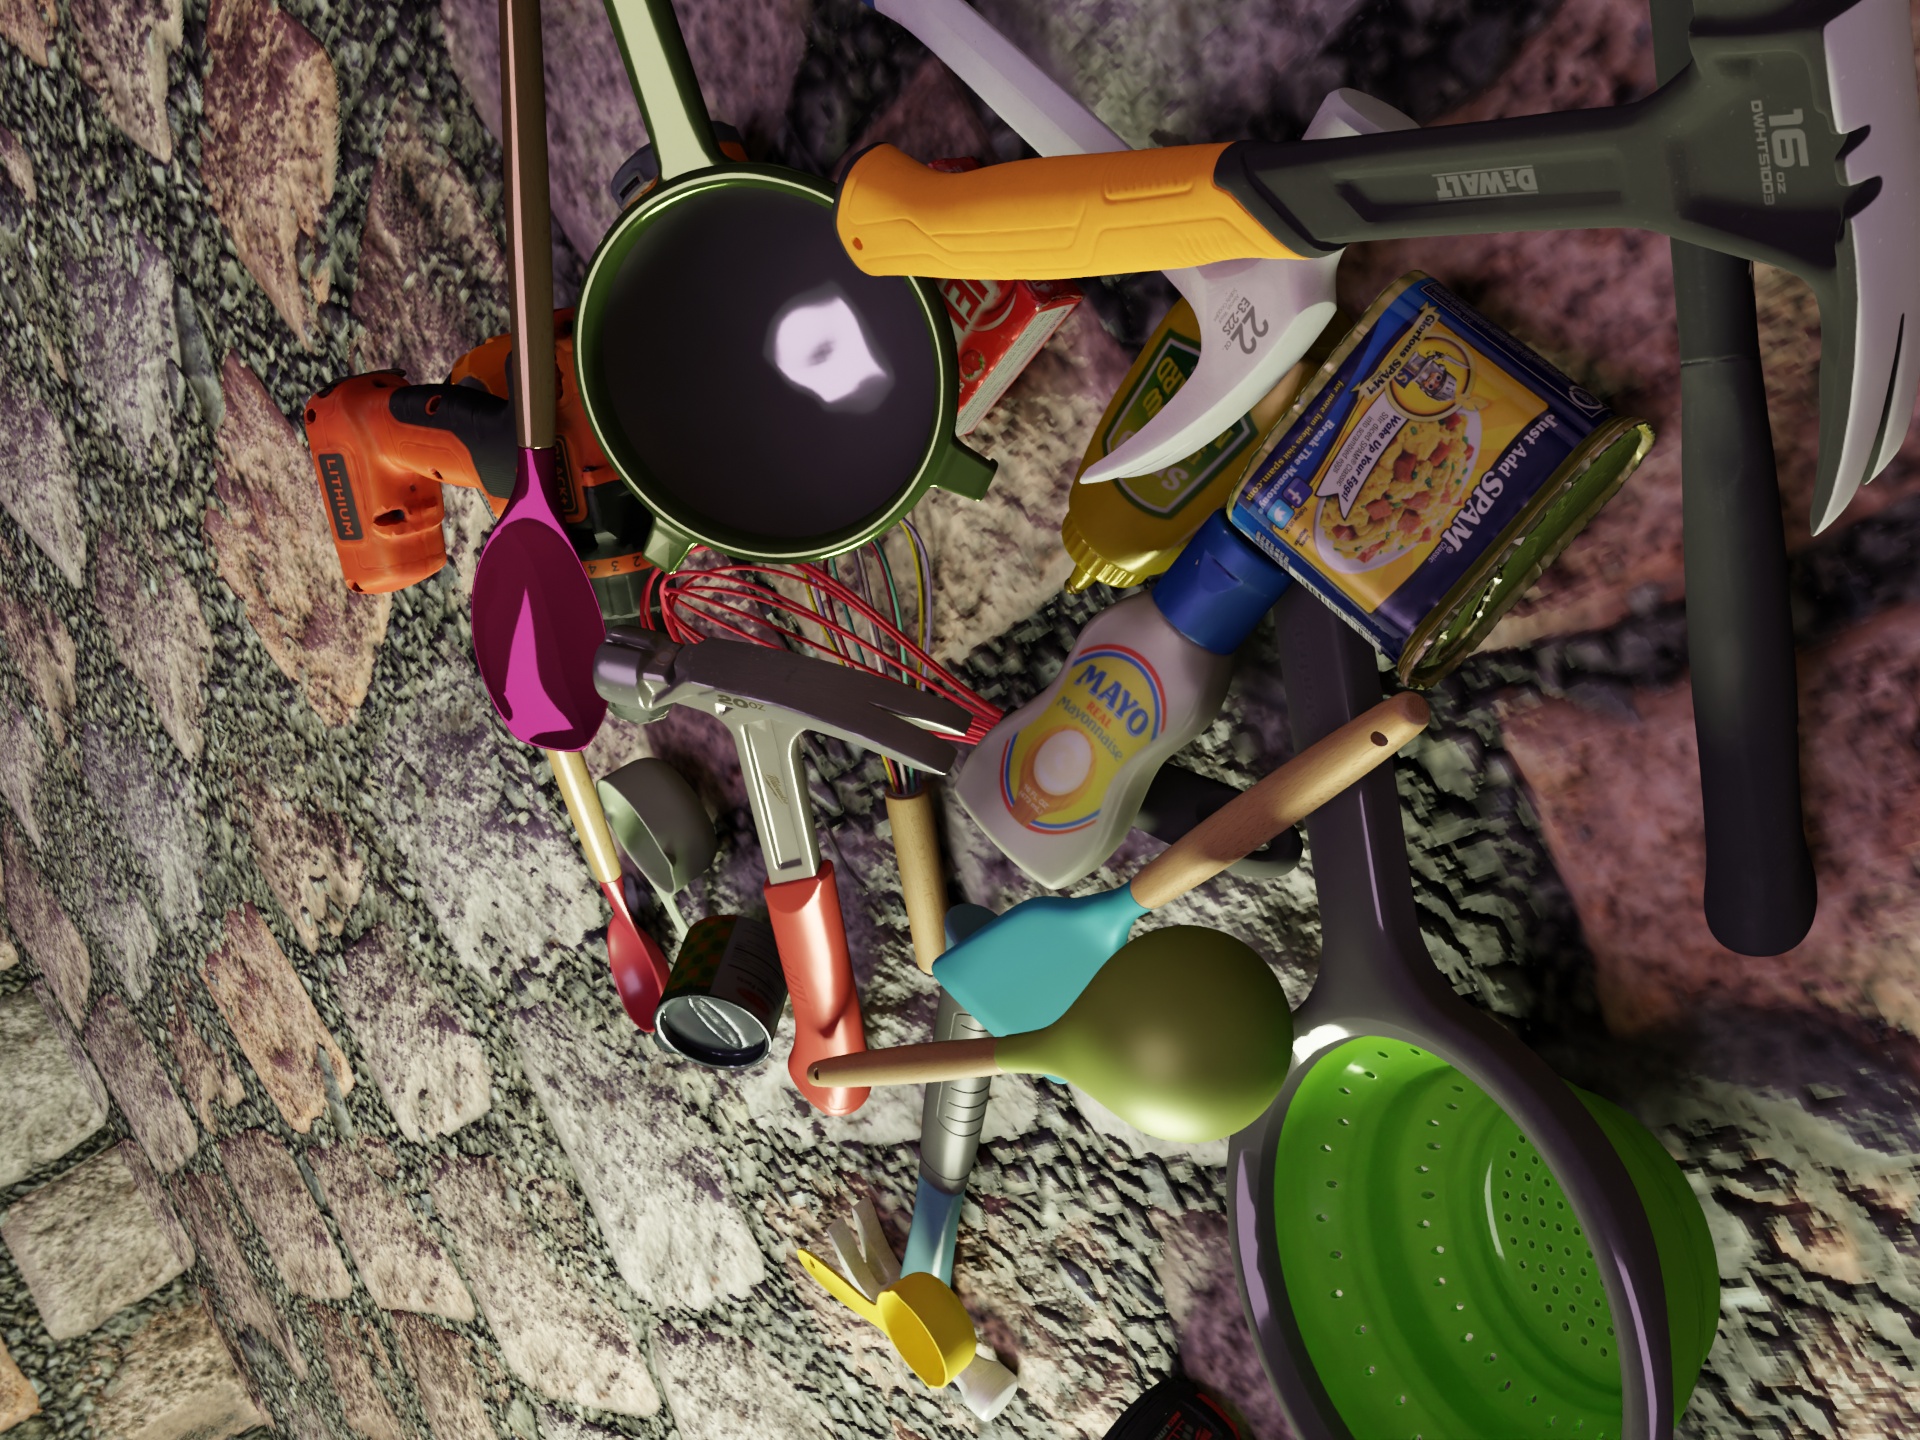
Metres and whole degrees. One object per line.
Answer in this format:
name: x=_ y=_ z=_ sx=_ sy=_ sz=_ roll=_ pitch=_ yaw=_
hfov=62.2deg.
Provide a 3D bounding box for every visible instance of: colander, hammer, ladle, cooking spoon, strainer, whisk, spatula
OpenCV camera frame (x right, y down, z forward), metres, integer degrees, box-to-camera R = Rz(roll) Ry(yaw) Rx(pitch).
colander: x=0.178 y=0.108 z=0.559 sx=0.204 sy=0.094 sz=0.397 roll=-16 pitch=80 yaw=63
hammer: x=0.070 y=-0.128 z=0.417 sx=0.337 sy=0.034 sz=0.127 roll=20 pitch=143 yaw=51
hammer: x=0.200 y=-0.081 z=0.417 sx=0.035 sy=0.146 sz=0.334 roll=-1 pitch=118 yaw=31
ladle: x=0.017 y=0.142 z=0.678 sx=0.320 sy=0.062 sz=0.078 roll=-25 pitch=71 yaw=57
hammer: x=-0.006 y=0.227 z=0.824 sx=0.128 sy=0.033 sz=0.330 roll=32 pitch=132 yaw=29
hammer: x=-0.062 y=0.094 z=0.734 sx=0.149 sy=0.037 sz=0.358 roll=15 pitch=144 yaw=14
cooking spoon: x=-0.171 y=-0.137 z=0.641 sx=0.069 sy=0.017 sz=0.318 roll=10 pitch=112 yaw=18
strainer: x=-0.083 y=-0.188 z=0.600 sx=0.151 sy=0.069 sz=0.256 roll=-11 pitch=110 yaw=19
whisk: x=-0.001 y=-0.002 z=0.650 sx=0.296 sy=0.073 sz=0.073 roll=23 pitch=127 yaw=12
ladle: x=-0.207 y=0.069 z=0.900 sx=0.069 sy=0.031 sz=0.315 roll=38 pitch=149 yaw=37
hammer: x=-0.020 y=-0.251 z=0.560 sx=0.406 sy=0.035 sz=0.144 roll=50 pitch=131 yaw=24
whisk: x=-0.033 y=0.013 z=0.742 sx=0.051 sy=0.047 sz=0.244 roll=12 pitch=121 yaw=39
spatula: x=0.078 y=0.065 z=0.601 sx=0.082 sy=0.044 sz=0.317 roll=42 pitch=149 yaw=1

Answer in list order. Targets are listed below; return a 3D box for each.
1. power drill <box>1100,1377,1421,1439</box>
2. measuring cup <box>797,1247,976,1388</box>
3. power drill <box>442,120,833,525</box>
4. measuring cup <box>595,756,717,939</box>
power drill: x=0.166 y=0.364 z=0.705 sx=0.220 sy=0.078 sz=0.143 roll=-16 pitch=99 yaw=45
measuring cup: x=-0.043 y=0.314 z=0.874 sx=0.157 sy=0.029 sz=0.062 roll=6 pitch=118 yaw=56
power drill: x=-0.142 y=-0.146 z=0.741 sx=0.226 sy=0.084 sz=0.164 roll=-25 pitch=94 yaw=44
measuring cup: x=-0.154 y=0.092 z=0.912 sx=0.083 sy=0.038 sz=0.167 roll=26 pitch=144 yaw=48
